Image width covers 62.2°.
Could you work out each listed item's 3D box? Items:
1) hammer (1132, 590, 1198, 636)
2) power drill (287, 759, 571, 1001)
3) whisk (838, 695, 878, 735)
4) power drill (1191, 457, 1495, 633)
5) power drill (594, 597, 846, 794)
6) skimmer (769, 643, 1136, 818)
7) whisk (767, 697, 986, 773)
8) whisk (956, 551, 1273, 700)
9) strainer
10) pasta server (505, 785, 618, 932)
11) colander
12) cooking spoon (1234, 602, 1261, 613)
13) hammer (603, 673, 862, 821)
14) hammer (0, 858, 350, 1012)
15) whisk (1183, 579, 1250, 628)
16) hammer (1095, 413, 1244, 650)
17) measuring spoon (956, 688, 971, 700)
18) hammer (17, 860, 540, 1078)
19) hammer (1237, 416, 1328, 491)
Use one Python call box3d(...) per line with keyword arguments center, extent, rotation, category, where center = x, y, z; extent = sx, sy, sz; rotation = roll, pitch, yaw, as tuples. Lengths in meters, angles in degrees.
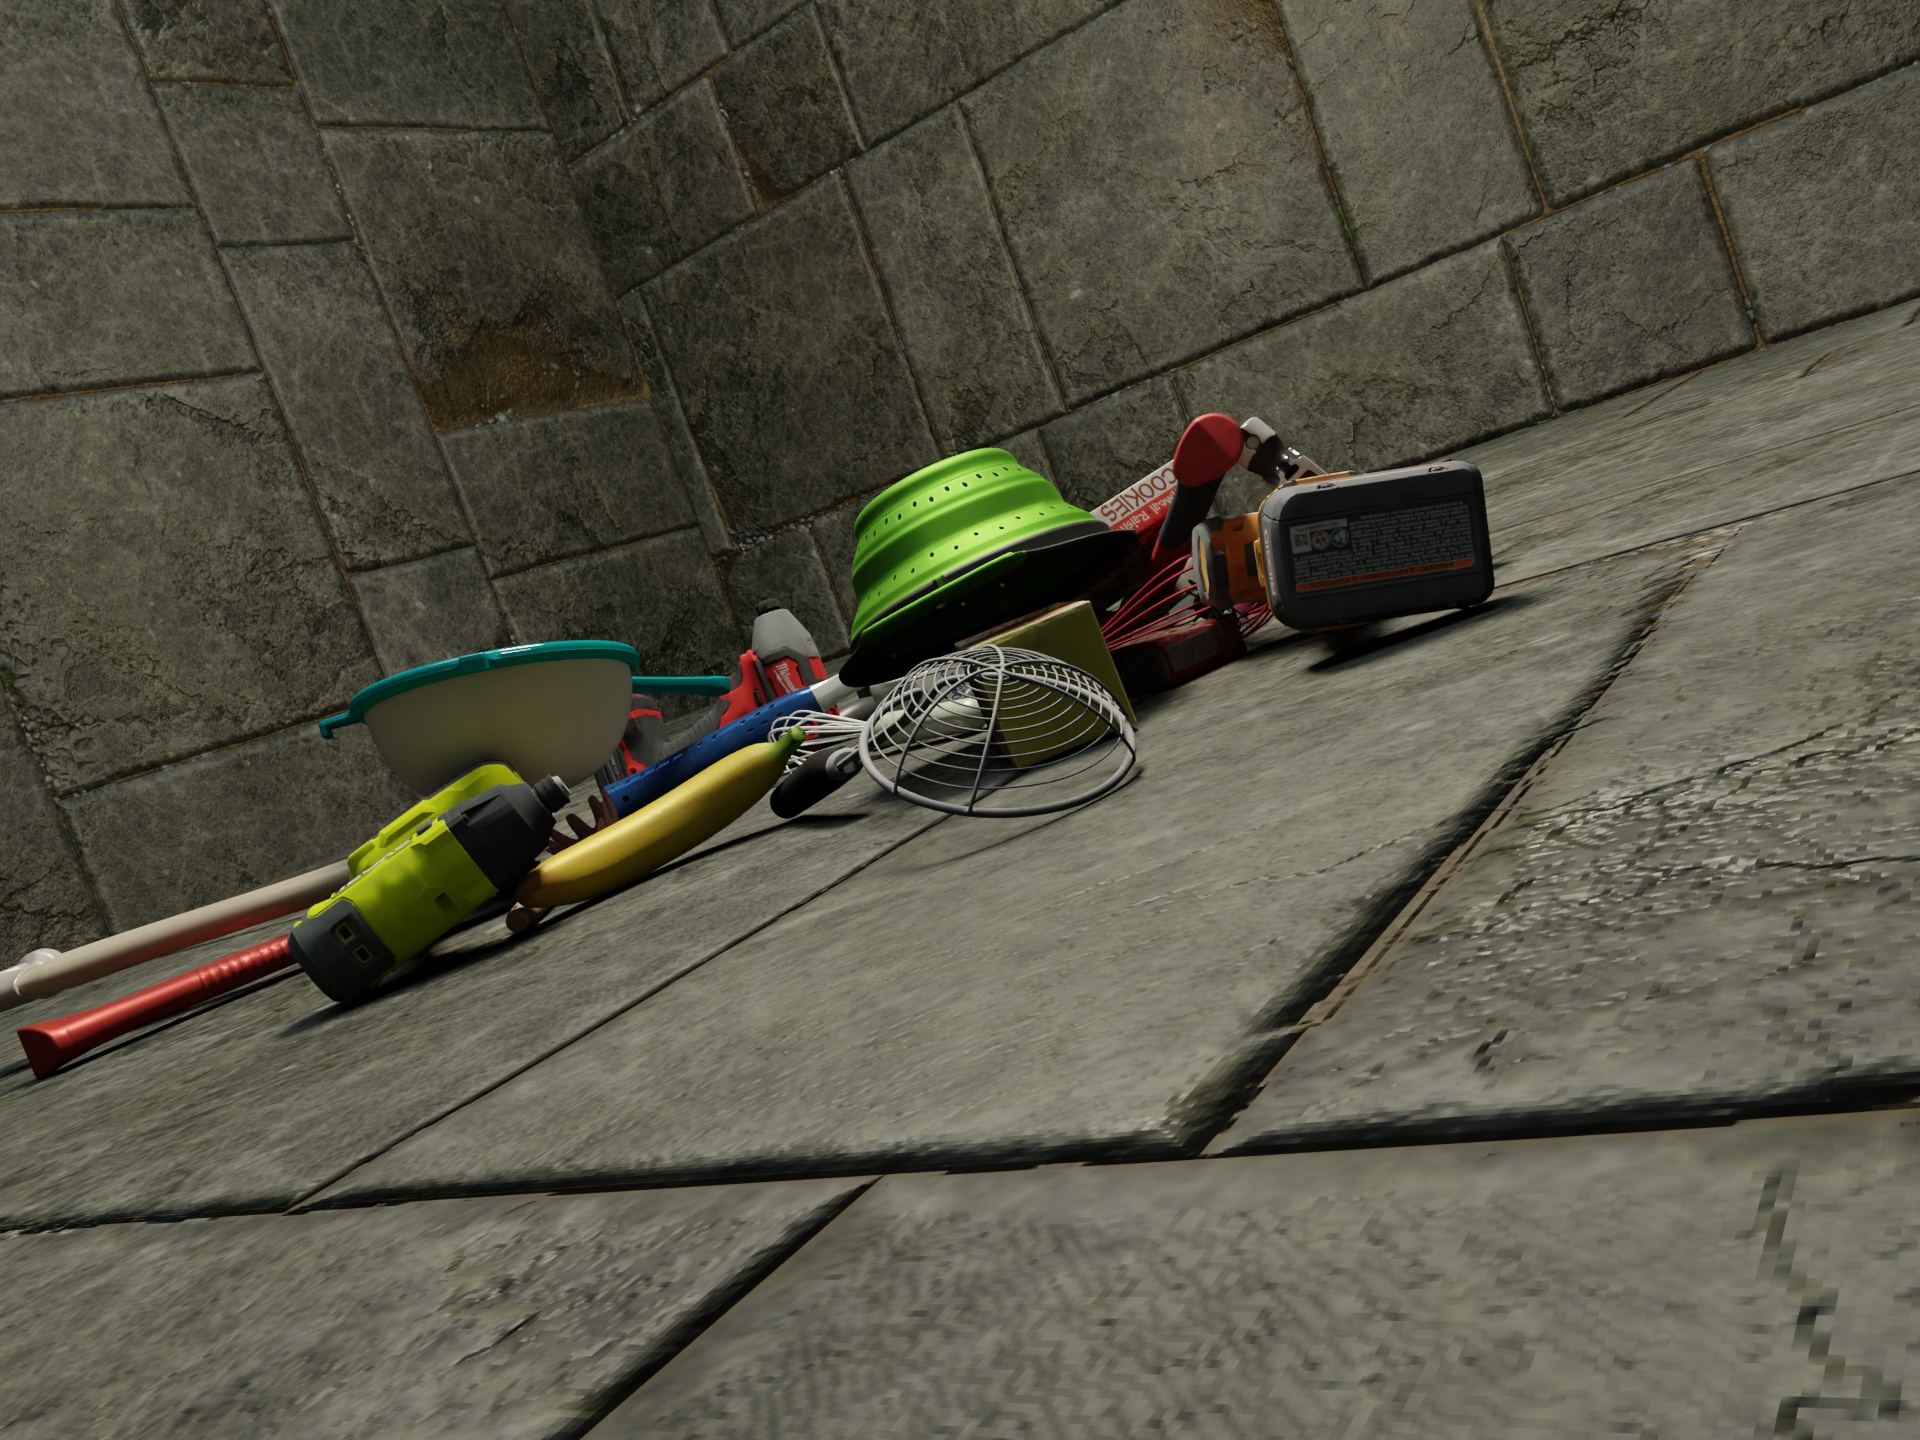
box3d(center=(0.199, -0.118, 1.545), extent=(0.128, 0.033, 0.331), rotation=(-19, 5, 15), category="hammer")
box3d(center=(-0.318, 0.087, 0.992), extent=(0.171, 0.080, 0.223), rotation=(-38, 10, -11), category="power drill")
box3d(center=(-0.017, -0.046, 1.507), extent=(0.284, 0.070, 0.070), rotation=(-28, 9, -30), category="whisk")
box3d(center=(0.243, -0.104, 0.936), extent=(0.185, 0.084, 0.226), rotation=(-9, 5, 0), category="power drill")
box3d(center=(-0.221, -0.011, 1.409), extent=(0.219, 0.143, 0.078), rotation=(-21, -6, 11), category="power drill")
box3d(center=(-0.033, 0.037, 0.850), extent=(0.127, 0.090, 0.363), rotation=(-18, -6, -26), category="skimmer")
box3d(center=(-0.067, 0.009, 1.210), extent=(0.246, 0.057, 0.059), rotation=(-10, 45, 47), category="whisk")
box3d(center=(0.102, -0.052, 1.136), extent=(0.296, 0.073, 0.073), rotation=(-24, 3, 29), category="whisk")
box3d(center=(-0.296, 0.011, 1.227), extent=(0.211, 0.095, 0.340), rotation=(-18, -9, 35), category="strainer")
box3d(center=(-0.274, 0.097, 1.084), extent=(0.060, 0.040, 0.316), rotation=(-40, 7, 1), category="pasta server")
box3d(center=(0.022, -0.106, 1.069), extent=(0.204, 0.094, 0.397), rotation=(-27, -7, 14), category="colander")
box3d(center=(0.242, -0.102, 1.182), extent=(0.017, 0.069, 0.319), rotation=(23, 7, -7), category="cooking spoon")
box3d(center=(-0.115, -0.028, 1.340), extent=(0.405, 0.144, 0.035), rotation=(-29, -7, -6), category="hammer")
box3d(center=(-0.544, 0.147, 1.174), extent=(0.410, 0.038, 0.146), rotation=(-19, 6, 3), category="hammer")
box3d(center=(0.201, -0.094, 1.246), extent=(0.055, 0.055, 0.239), rotation=(-19, 1, 7), category="whisk")
box3d(center=(0.170, -0.145, 1.153), extent=(0.143, 0.038, 0.386), rotation=(-39, -9, -7), category="hammer")
box3d(center=(-0.002, -0.004, 1.258), extent=(0.034, 0.018, 0.124), rotation=(-13, 15, 41), category="measuring spoon")
box3d(center=(-0.494, 0.168, 1.175), extent=(0.359, 0.036, 0.149), rotation=(-23, 6, -30), category="hammer")
box3d(center=(0.275, -0.143, 1.212), extent=(0.035, 0.146, 0.334), rotation=(-50, -11, 7), category="hammer")
